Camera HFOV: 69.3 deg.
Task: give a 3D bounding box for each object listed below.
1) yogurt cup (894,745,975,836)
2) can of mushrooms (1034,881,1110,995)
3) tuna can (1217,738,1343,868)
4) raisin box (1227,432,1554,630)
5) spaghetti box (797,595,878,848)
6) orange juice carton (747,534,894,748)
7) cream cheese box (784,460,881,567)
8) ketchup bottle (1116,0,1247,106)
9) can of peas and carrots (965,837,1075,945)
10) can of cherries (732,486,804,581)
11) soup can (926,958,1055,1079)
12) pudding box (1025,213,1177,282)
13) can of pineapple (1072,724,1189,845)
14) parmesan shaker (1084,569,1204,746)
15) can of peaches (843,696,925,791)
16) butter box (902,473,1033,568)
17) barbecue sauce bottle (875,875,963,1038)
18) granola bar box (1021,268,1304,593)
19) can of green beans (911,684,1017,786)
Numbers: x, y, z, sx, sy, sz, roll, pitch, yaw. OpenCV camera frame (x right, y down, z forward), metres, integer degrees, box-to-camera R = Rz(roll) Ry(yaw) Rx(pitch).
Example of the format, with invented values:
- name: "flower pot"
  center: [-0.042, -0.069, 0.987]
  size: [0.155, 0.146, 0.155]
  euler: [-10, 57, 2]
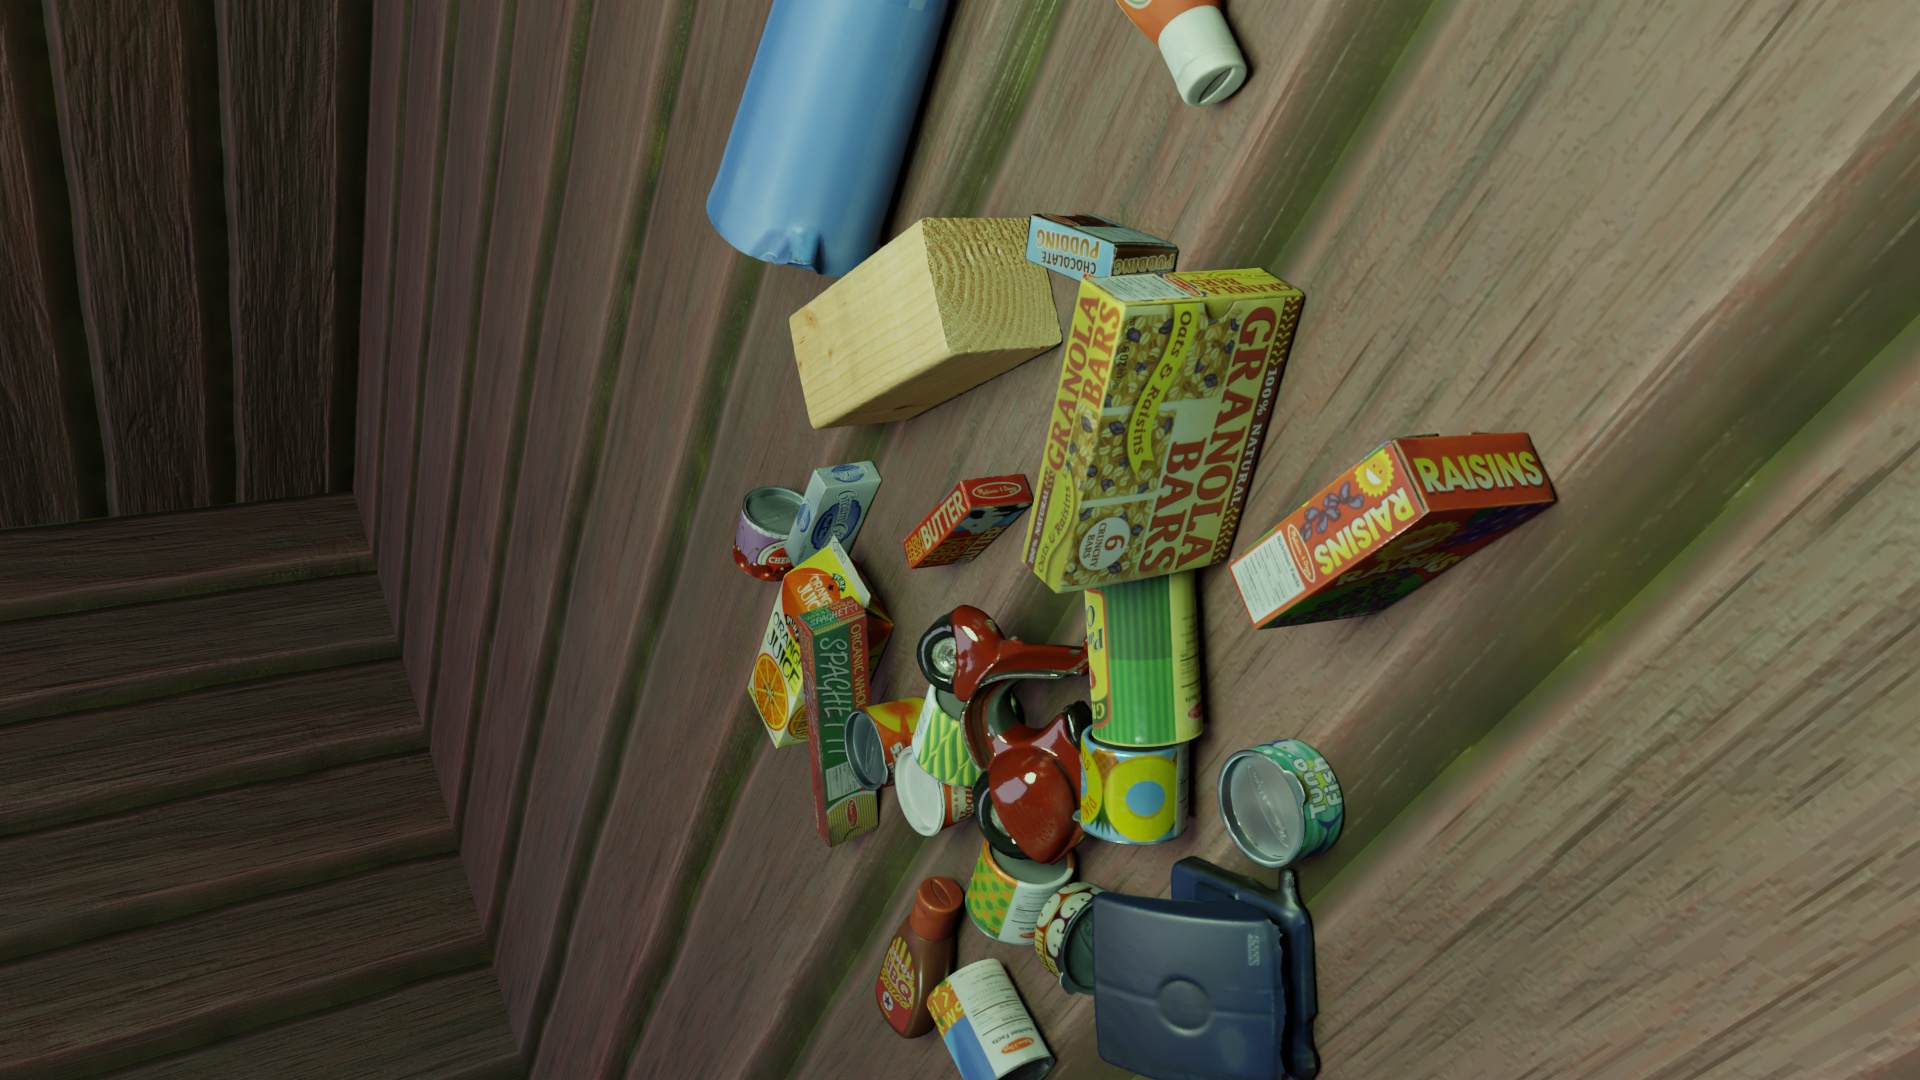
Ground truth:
- name: "yogurt cup"
  center: [-0.011, 0.184, 1.051]
  size: [0.072, 0.054, 0.072]
  euler: [21, 115, 55]
- name: "can of mushrooms"
  center: [0.082, 0.261, 0.908]
  size: [0.033, 0.071, 0.071]
  euler: [10, 106, 58]
- name: "tuna can"
  center: [0.177, 0.143, 0.763]
  size: [0.071, 0.033, 0.071]
  euler: [21, 115, 54]
- name: "raisin box"
  center: [0.197, -0.004, 0.645]
  size: [0.122, 0.086, 0.040]
  euler: [-46, 54, 52]
- name: "spaghetti box"
  center: [-0.099, 0.153, 1.140]
  size: [0.029, 0.050, 0.248]
  euler: [45, 145, 43]
- name: "orange juice carton"
  center: [-0.116, 0.086, 1.177]
  size: [0.072, 0.073, 0.191]
  euler: [57, 140, 33]
- name: "cream cheese box"
  center: [-0.107, -0.022, 1.154]
  size: [0.024, 0.053, 0.103]
  euler: [58, 141, 28]
- name: "ketchup bottle"
  center: [0.110, -0.305, 0.750]
  size: [0.064, 0.044, 0.149]
  euler: [-44, 61, 52]
- name: "can of peas and carrots"
  center: [0.040, 0.236, 0.971]
  size: [0.071, 0.071, 0.058]
  euler: [48, 134, 41]
- name: "can of cherries"
  center: [-0.166, -0.004, 1.240]
  size: [0.072, 0.072, 0.058]
  euler: [54, 139, 36]
- name: "soup can"
  center: [0.021, 0.367, 1.035]
  size: [0.084, 0.071, 0.071]
  euler: [57, 141, 35]
- name: "pudding box"
  center: [0.082, -0.170, 0.821]
  size: [0.084, 0.050, 0.030]
  euler: [36, 125, 48]
- name: "can of pineapple"
  center: [0.104, 0.145, 0.845]
  size: [0.071, 0.071, 0.057]
  euler: [16, 110, 55]
- name: "parmesan shaker"
  center: [0.109, 0.063, 0.824]
  size: [0.071, 0.071, 0.103]
  euler: [6, 102, 57]
- name: "can of peaches"
  center: [-0.052, 0.163, 1.108]
  size: [0.071, 0.058, 0.071]
  euler: [19, 113, 55]
- name: "butter box"
  center: [0.004, -0.012, 0.982]
  size: [0.103, 0.053, 0.024]
  euler: [-44, 59, 53]
- name: "barbecue sauce bottle"
  center: [-0.031, 0.336, 1.131]
  size: [0.065, 0.044, 0.147]
  euler: [50, 136, 41]
- name: "granola bar box"
  center: [0.107, -0.058, 0.739]
  size: [0.039, 0.124, 0.164]
  euler: [42, 132, 44]
- name: "can of green beans"
  center: [0.003, 0.134, 1.006]
  size: [0.071, 0.071, 0.057]
  euler: [51, 137, 38]
